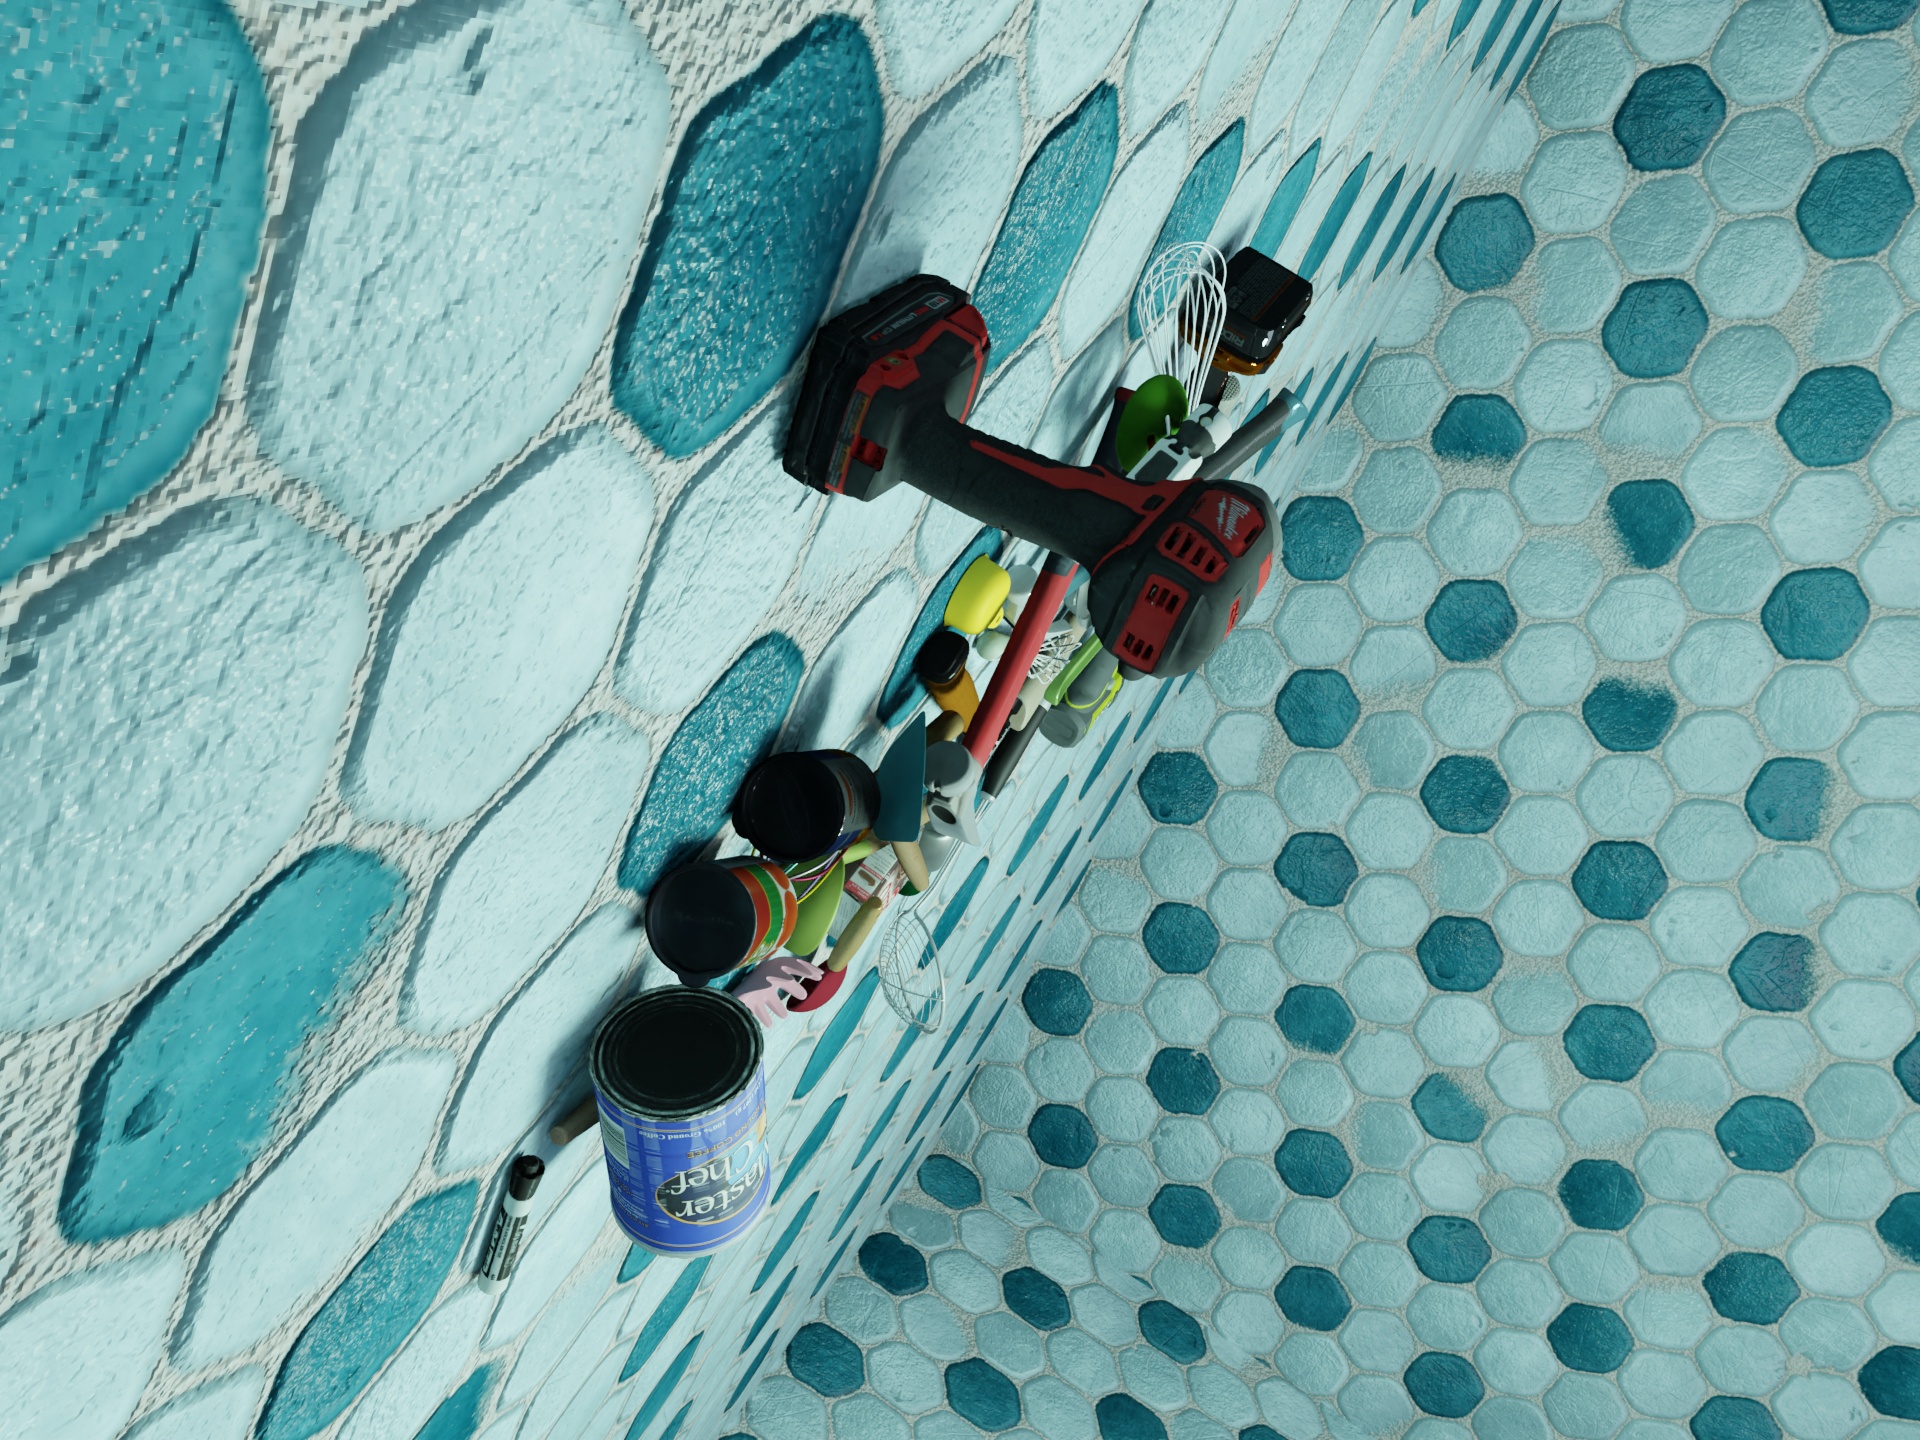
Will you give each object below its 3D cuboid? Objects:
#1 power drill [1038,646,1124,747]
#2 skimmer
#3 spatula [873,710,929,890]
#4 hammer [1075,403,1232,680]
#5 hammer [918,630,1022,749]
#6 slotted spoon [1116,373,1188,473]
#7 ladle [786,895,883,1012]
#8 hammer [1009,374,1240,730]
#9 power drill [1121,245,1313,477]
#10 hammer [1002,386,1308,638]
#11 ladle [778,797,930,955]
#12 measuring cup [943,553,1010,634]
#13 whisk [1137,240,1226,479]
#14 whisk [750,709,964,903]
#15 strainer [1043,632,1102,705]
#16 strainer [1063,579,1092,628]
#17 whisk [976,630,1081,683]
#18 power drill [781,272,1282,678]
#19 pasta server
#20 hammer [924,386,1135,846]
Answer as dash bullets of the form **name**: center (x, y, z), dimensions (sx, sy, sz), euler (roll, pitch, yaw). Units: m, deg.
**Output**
- **power drill**: center (0.173, -0.090, 1.756), dimensions (0.171, 0.080, 0.223), euler (-47, 167, -47)
- **skimmer**: center (0.019, 0.147, 1.656), dimensions (0.363, 0.090, 0.127), euler (-60, -159, -9)
- **spatula**: center (-0.032, 0.080, 1.109), dimensions (0.317, 0.044, 0.082), euler (77, 14, -71)
- **hammer**: center (0.143, -0.109, 1.259), dimensions (0.146, 0.035, 0.334), euler (-46, 162, -14)
- **hammer**: center (-0.002, -0.004, 1.310), dimensions (0.127, 0.034, 0.336), euler (-59, 169, -7)
- **slotted spoon**: center (0.143, -0.157, 1.259), dimensions (0.070, 0.031, 0.313), euler (-37, 157, -17)
- **ladle**: center (-0.094, 0.184, 1.255), dimensions (0.069, 0.031, 0.315), euler (-48, 176, -25)
- **hammer**: center (0.159, -0.161, 1.600), dimensions (0.411, 0.038, 0.146), euler (-56, 170, -14)
- **power drill**: center (0.223, -0.299, 1.411), dimensions (0.164, 0.084, 0.226), euler (-50, 170, -41)
- **hammer**: center (0.167, -0.178, 1.342), dimensions (0.331, 0.033, 0.128), euler (-38, 161, -12)
- **ladle**: center (-0.053, 0.098, 1.221), dimensions (0.078, 0.062, 0.320), euler (-56, 166, 25)
- **measuring cup**: center (0.025, -0.084, 1.217), dimensions (0.062, 0.029, 0.156), euler (-59, 166, 1)
- **whisk**: center (0.167, -0.237, 1.216), dimensions (0.070, 0.070, 0.284), euler (-51, 151, -34)
- **whisk**: center (-0.068, 0.052, 1.107), dimensions (0.245, 0.047, 0.051), euler (-42, 170, -46)
- **strainer**: center (0.173, -0.091, 1.471), dimensions (0.256, 0.069, 0.151), euler (-48, 158, -29)
- **strainer**: center (0.152, -0.144, 1.500), dimensions (0.258, 0.050, 0.086), euler (-23, 126, -52)
- **whisk**: center (0.059, -0.061, 1.403), dimensions (0.058, 0.059, 0.246), euler (-35, 169, 15)
- **power drill**: center (0.042, -0.113, 0.729), dimensions (0.143, 0.220, 0.078), euler (-45, 163, -49)
- **pasta server**: center (-0.184, 0.227, 1.109), dimensions (0.060, 0.040, 0.316), euler (-52, 171, 21)
- **hammer**: center (0.067, -0.089, 1.214), dimensions (0.143, 0.038, 0.386), euler (77, 36, -65)
